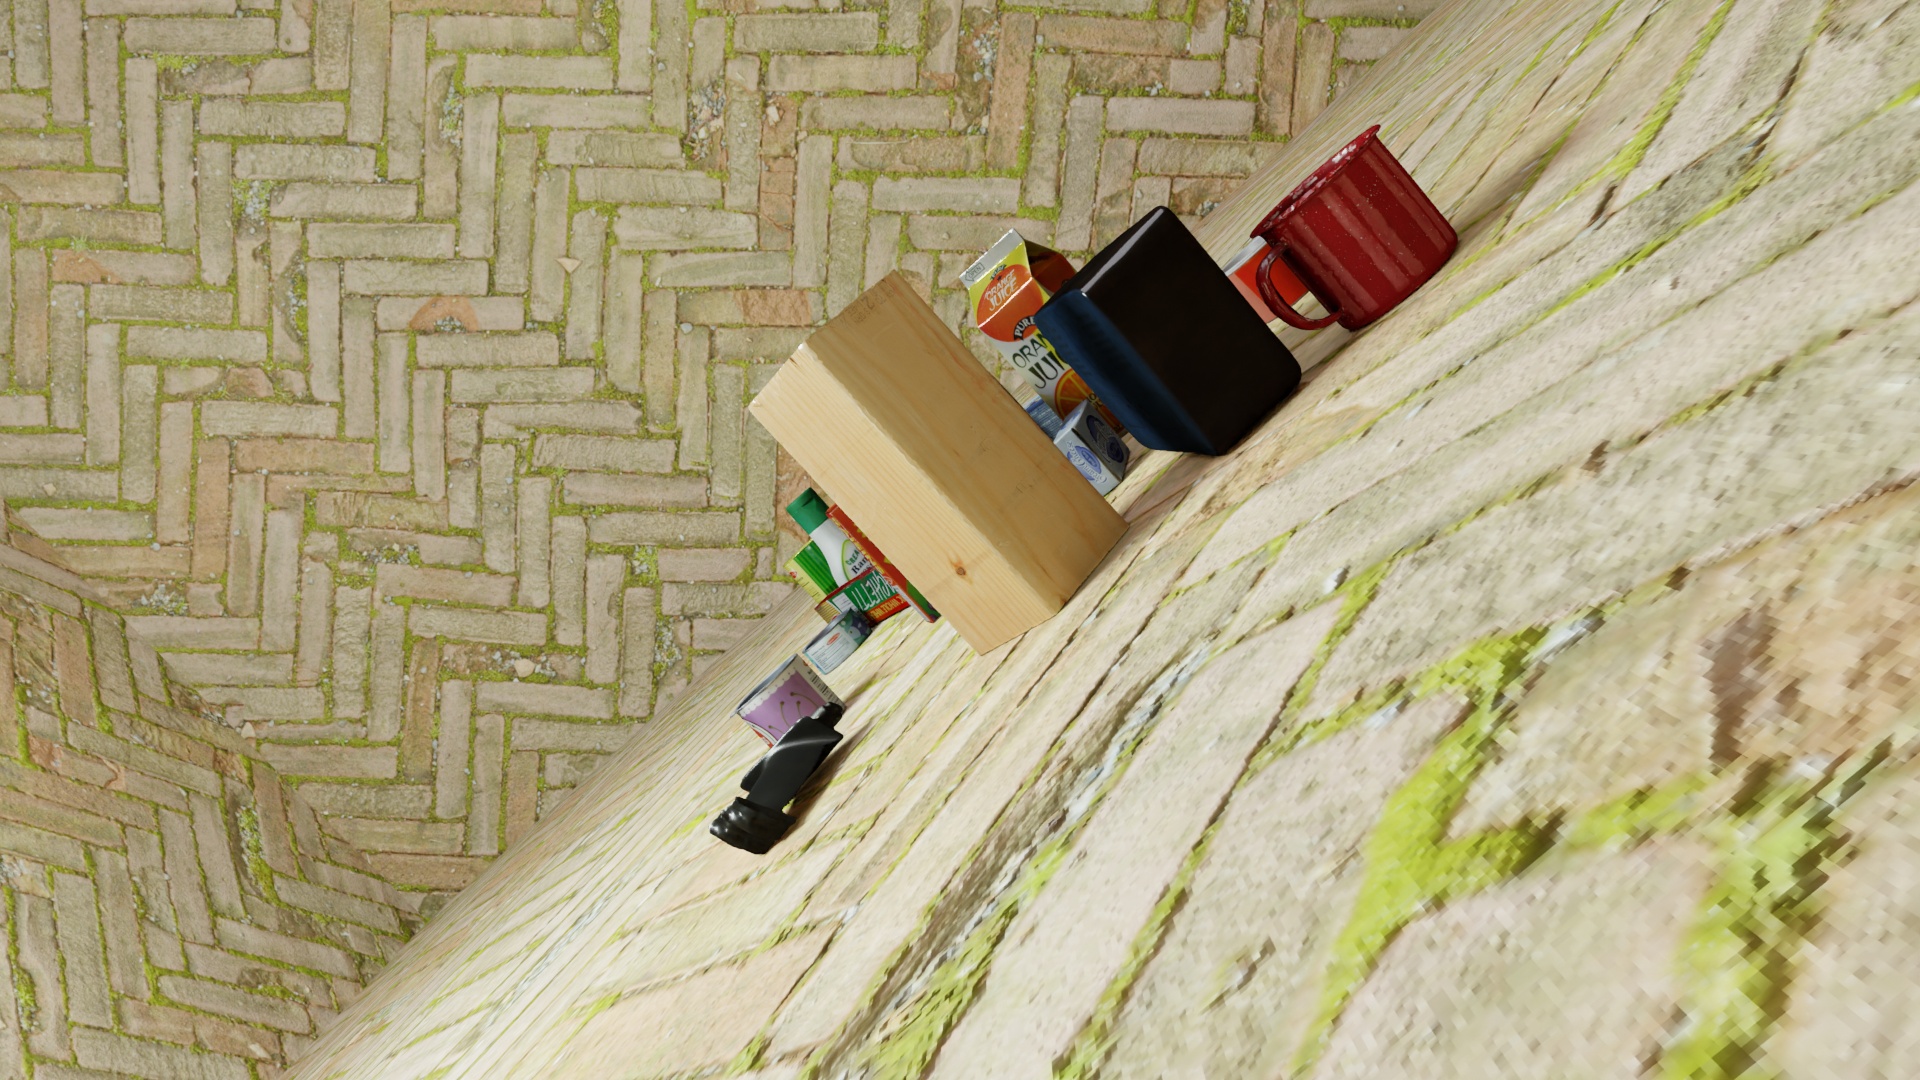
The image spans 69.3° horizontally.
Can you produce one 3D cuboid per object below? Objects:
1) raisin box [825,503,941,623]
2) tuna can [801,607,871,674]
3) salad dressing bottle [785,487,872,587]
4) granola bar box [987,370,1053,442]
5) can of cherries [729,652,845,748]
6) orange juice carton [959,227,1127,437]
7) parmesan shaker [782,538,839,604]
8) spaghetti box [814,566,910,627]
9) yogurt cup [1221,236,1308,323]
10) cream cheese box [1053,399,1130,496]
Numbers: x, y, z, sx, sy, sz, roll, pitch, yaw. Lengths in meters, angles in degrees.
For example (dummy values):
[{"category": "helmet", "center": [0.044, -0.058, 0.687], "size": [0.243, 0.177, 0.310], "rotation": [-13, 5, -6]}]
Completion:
[{"category": "raisin box", "center": [-0.037, -0.006, 1.120], "size": [0.086, 0.123, 0.040], "rotation": [-43, 5, -9]}, {"category": "tuna can", "center": [-0.121, 0.099, 1.374], "size": [0.071, 0.033, 0.071], "rotation": [-42, 6, 5]}, {"category": "salad dressing bottle", "center": [-0.123, 0.009, 1.473], "size": [0.064, 0.147, 0.044], "rotation": [-45, 6, -22]}, {"category": "granola bar box", "center": [0.037, -0.072, 1.100], "size": [0.039, 0.124, 0.165], "rotation": [-43, 6, -4]}, {"category": "can of cherries", "center": [-0.134, 0.132, 1.080], "size": [0.071, 0.058, 0.071], "rotation": [-42, 6, 5]}, {"category": "orange juice carton", "center": [0.086, -0.174, 1.186], "size": [0.071, 0.192, 0.073], "rotation": [-39, 7, 36]}, {"category": "parmesan shaker", "center": [-0.141, 0.044, 1.559], "size": [0.071, 0.103, 0.071], "rotation": [-42, 5, 5]}, {"category": "spaghetti box", "center": [-0.083, 0.053, 1.368], "size": [0.029, 0.050, 0.249], "rotation": [-45, 6, -26]}, {"category": "yogurt cup", "center": [0.239, -0.205, 1.077], "size": [0.072, 0.054, 0.072], "rotation": [-42, 6, 5]}, {"category": "cream cheese box", "center": [0.097, -0.068, 1.025], "size": [0.024, 0.053, 0.104], "rotation": [-41, 6, 19]}]
